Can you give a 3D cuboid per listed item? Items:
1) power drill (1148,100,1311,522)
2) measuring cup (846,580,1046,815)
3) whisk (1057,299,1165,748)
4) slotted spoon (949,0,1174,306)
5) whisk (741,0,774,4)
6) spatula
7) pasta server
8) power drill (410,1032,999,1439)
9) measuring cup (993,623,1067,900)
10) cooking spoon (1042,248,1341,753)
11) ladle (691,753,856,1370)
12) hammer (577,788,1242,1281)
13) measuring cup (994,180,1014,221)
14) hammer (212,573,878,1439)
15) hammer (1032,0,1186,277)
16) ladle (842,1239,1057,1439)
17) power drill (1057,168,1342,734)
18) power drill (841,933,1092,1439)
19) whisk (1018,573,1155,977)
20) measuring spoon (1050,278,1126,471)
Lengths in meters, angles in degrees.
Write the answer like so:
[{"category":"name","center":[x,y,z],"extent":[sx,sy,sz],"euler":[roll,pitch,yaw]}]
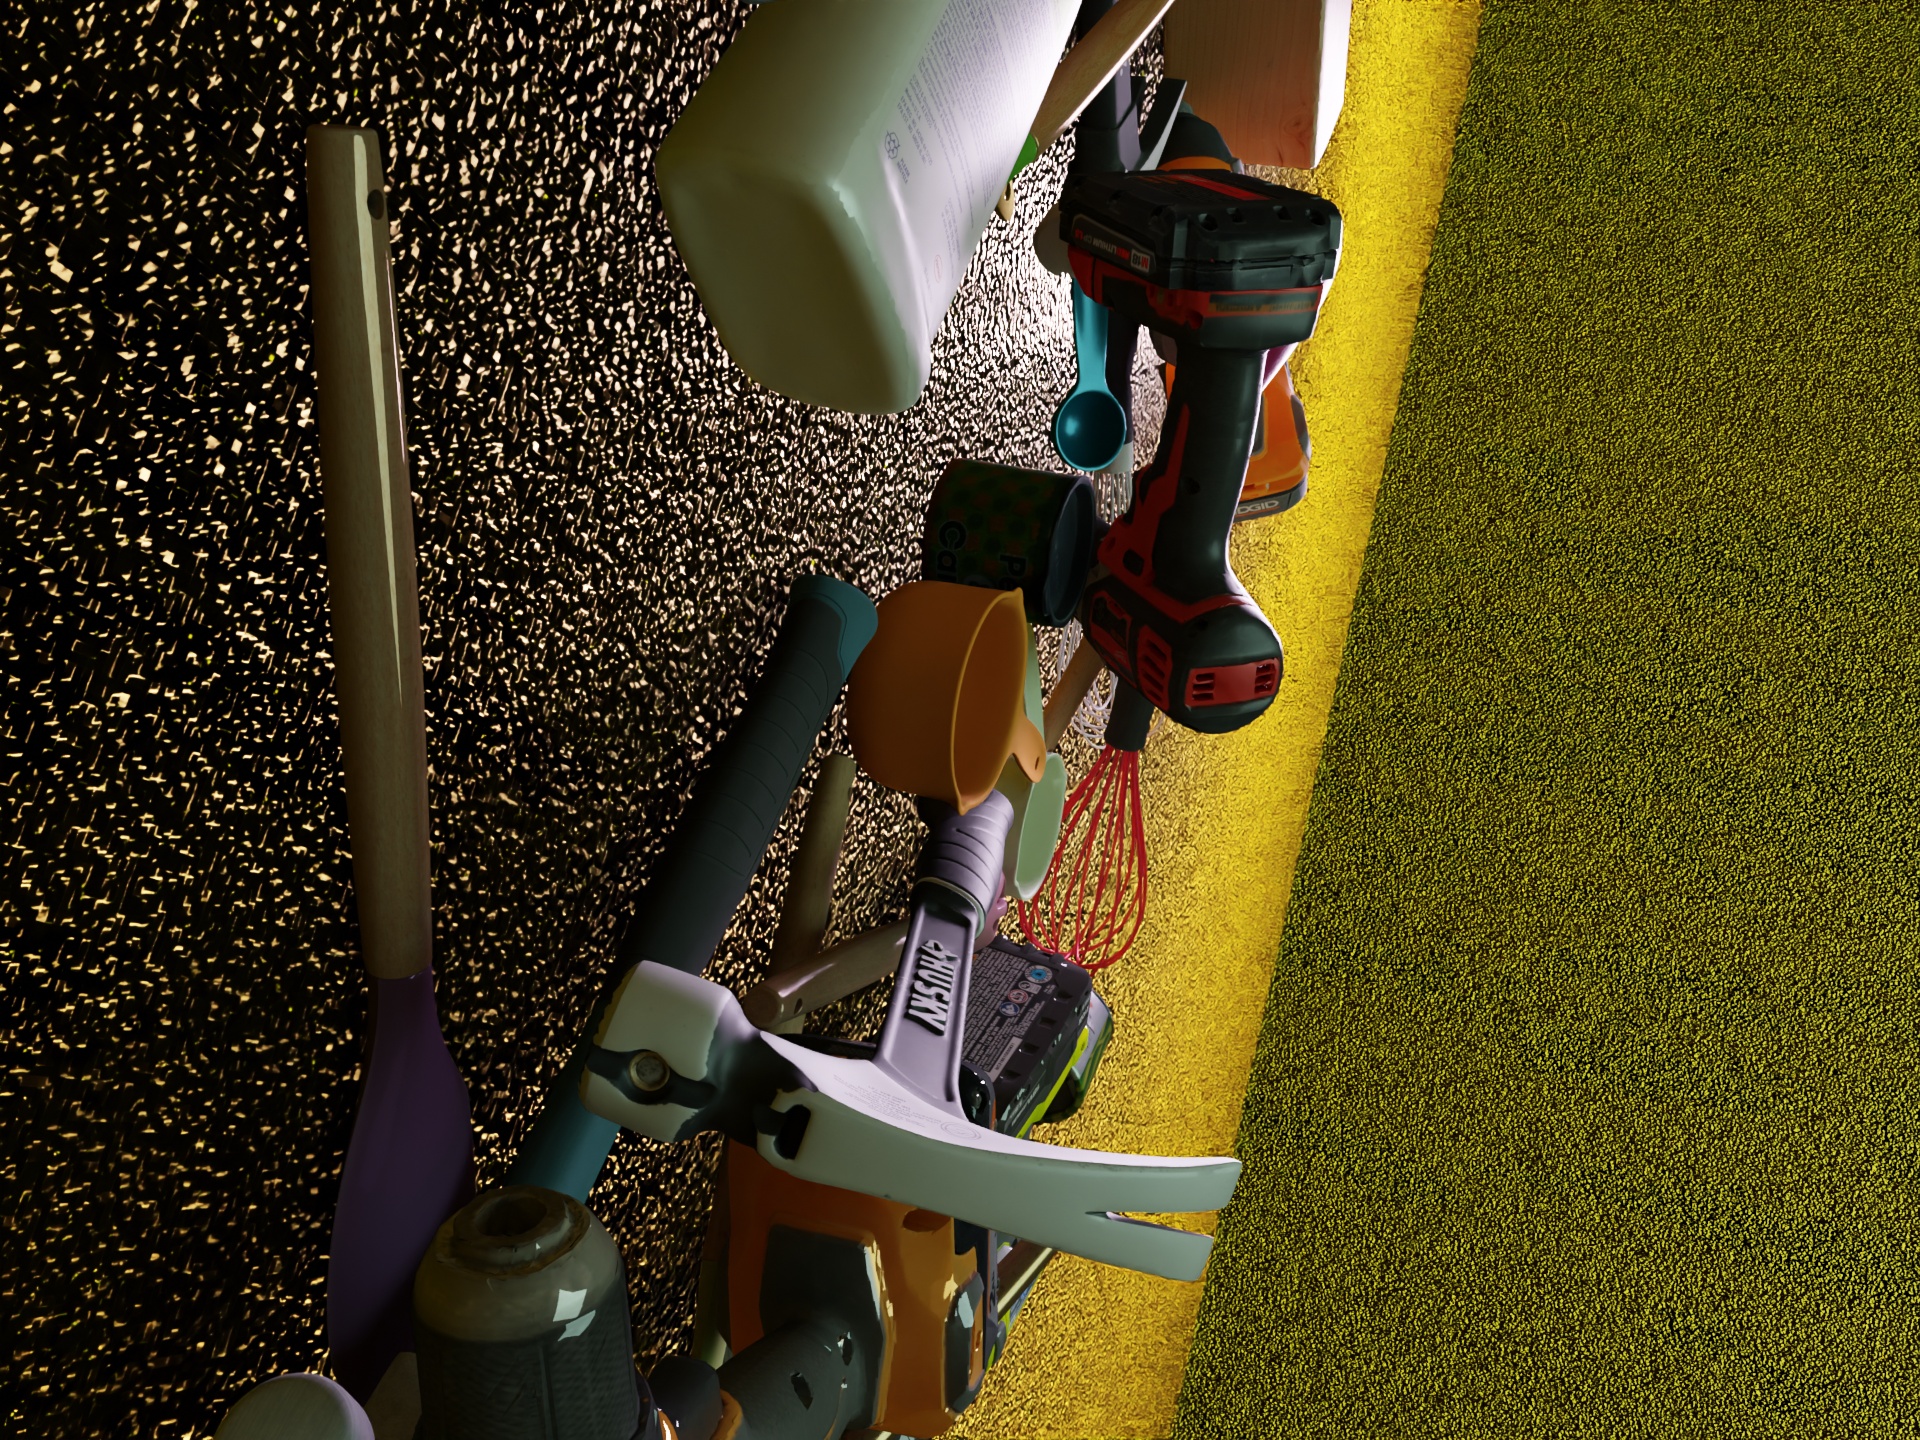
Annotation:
[{"category":"power drill","center":[0.145,-0.232,0.915],"extent":[0.226,0.084,0.164],"euler":[56,27,-61]},{"category":"measuring cup","center":[-0.001,-0.002,0.678],"extent":[0.173,0.052,0.095],"euler":[48,55,-70]},{"category":"whisk","center":[0.084,-0.115,0.868],"extent":[0.070,0.070,0.284],"euler":[-49,142,-57]},{"category":"slotted spoon","center":[0.034,-0.236,0.612],"extent":[0.314,0.031,0.070],"euler":[-57,159,-35]},{"category":"whisk","center":[-0.031,-0.274,0.432],"extent":[0.055,0.055,0.239],"euler":[75,28,-54]},{"category":"spatula","center":[-0.130,0.034,0.359],"extent":[0.060,0.018,0.315],"euler":[-47,145,-63]},{"category":"pasta server","center":[-0.027,0.085,0.630],"extent":[0.316,0.040,0.060],"euler":[0,99,-76]},{"category":"power drill","center":[-0.060,0.161,0.410],"extent":[0.226,0.084,0.185],"euler":[-40,132,-63]},{"category":"measuring cup","center":[0.021,0.015,0.779],"extent":[0.083,0.038,0.167],"euler":[-59,152,-46]},{"category":"cooking spoon","center":[0.110,-0.108,0.826],"extent":[0.068,0.017,0.319],"euler":[5,119,-53]},{"category":"ladle","center":[-0.087,0.157,0.548],"extent":[0.078,0.062,0.320],"euler":[74,25,-64]},{"category":"hammer","center":[0.000,0.069,0.539],"extent":[0.409,0.149,0.036],"euler":[-68,178,-82]},{"category":"measuring cup","center":[0.014,-0.247,0.604],"extent":[0.156,0.029,0.062],"euler":[63,41,-60]},{"category":"hammer","center":[-0.089,0.075,0.454],"extent":[0.128,0.033,0.331],"euler":[89,17,-49]},{"category":"hammer","center":[0.059,-0.369,0.664],"extent":[0.334,0.035,0.146],"euler":[82,26,-45]},{"category":"ladle","center":[-0.028,0.296,0.682],"extent":[0.315,0.031,0.069],"euler":[-37,141,-38]},{"category":"power drill","center":[0.086,-0.126,0.717],"extent":[0.188,0.080,0.226],"euler":[-129,-144,-57]},{"category":"power drill","center":[-0.001,0.239,0.786],"extent":[0.190,0.080,0.228],"euler":[-46,146,-51]},{"category":"whisk","center":[0.085,0.026,0.866],"extent":[0.073,0.073,0.295],"euler":[-52,158,-55]},{"category":"measuring spoon","center":[0.061,-0.191,0.805],"extent":[0.042,0.021,0.128],"euler":[-7,104,-26]}]
